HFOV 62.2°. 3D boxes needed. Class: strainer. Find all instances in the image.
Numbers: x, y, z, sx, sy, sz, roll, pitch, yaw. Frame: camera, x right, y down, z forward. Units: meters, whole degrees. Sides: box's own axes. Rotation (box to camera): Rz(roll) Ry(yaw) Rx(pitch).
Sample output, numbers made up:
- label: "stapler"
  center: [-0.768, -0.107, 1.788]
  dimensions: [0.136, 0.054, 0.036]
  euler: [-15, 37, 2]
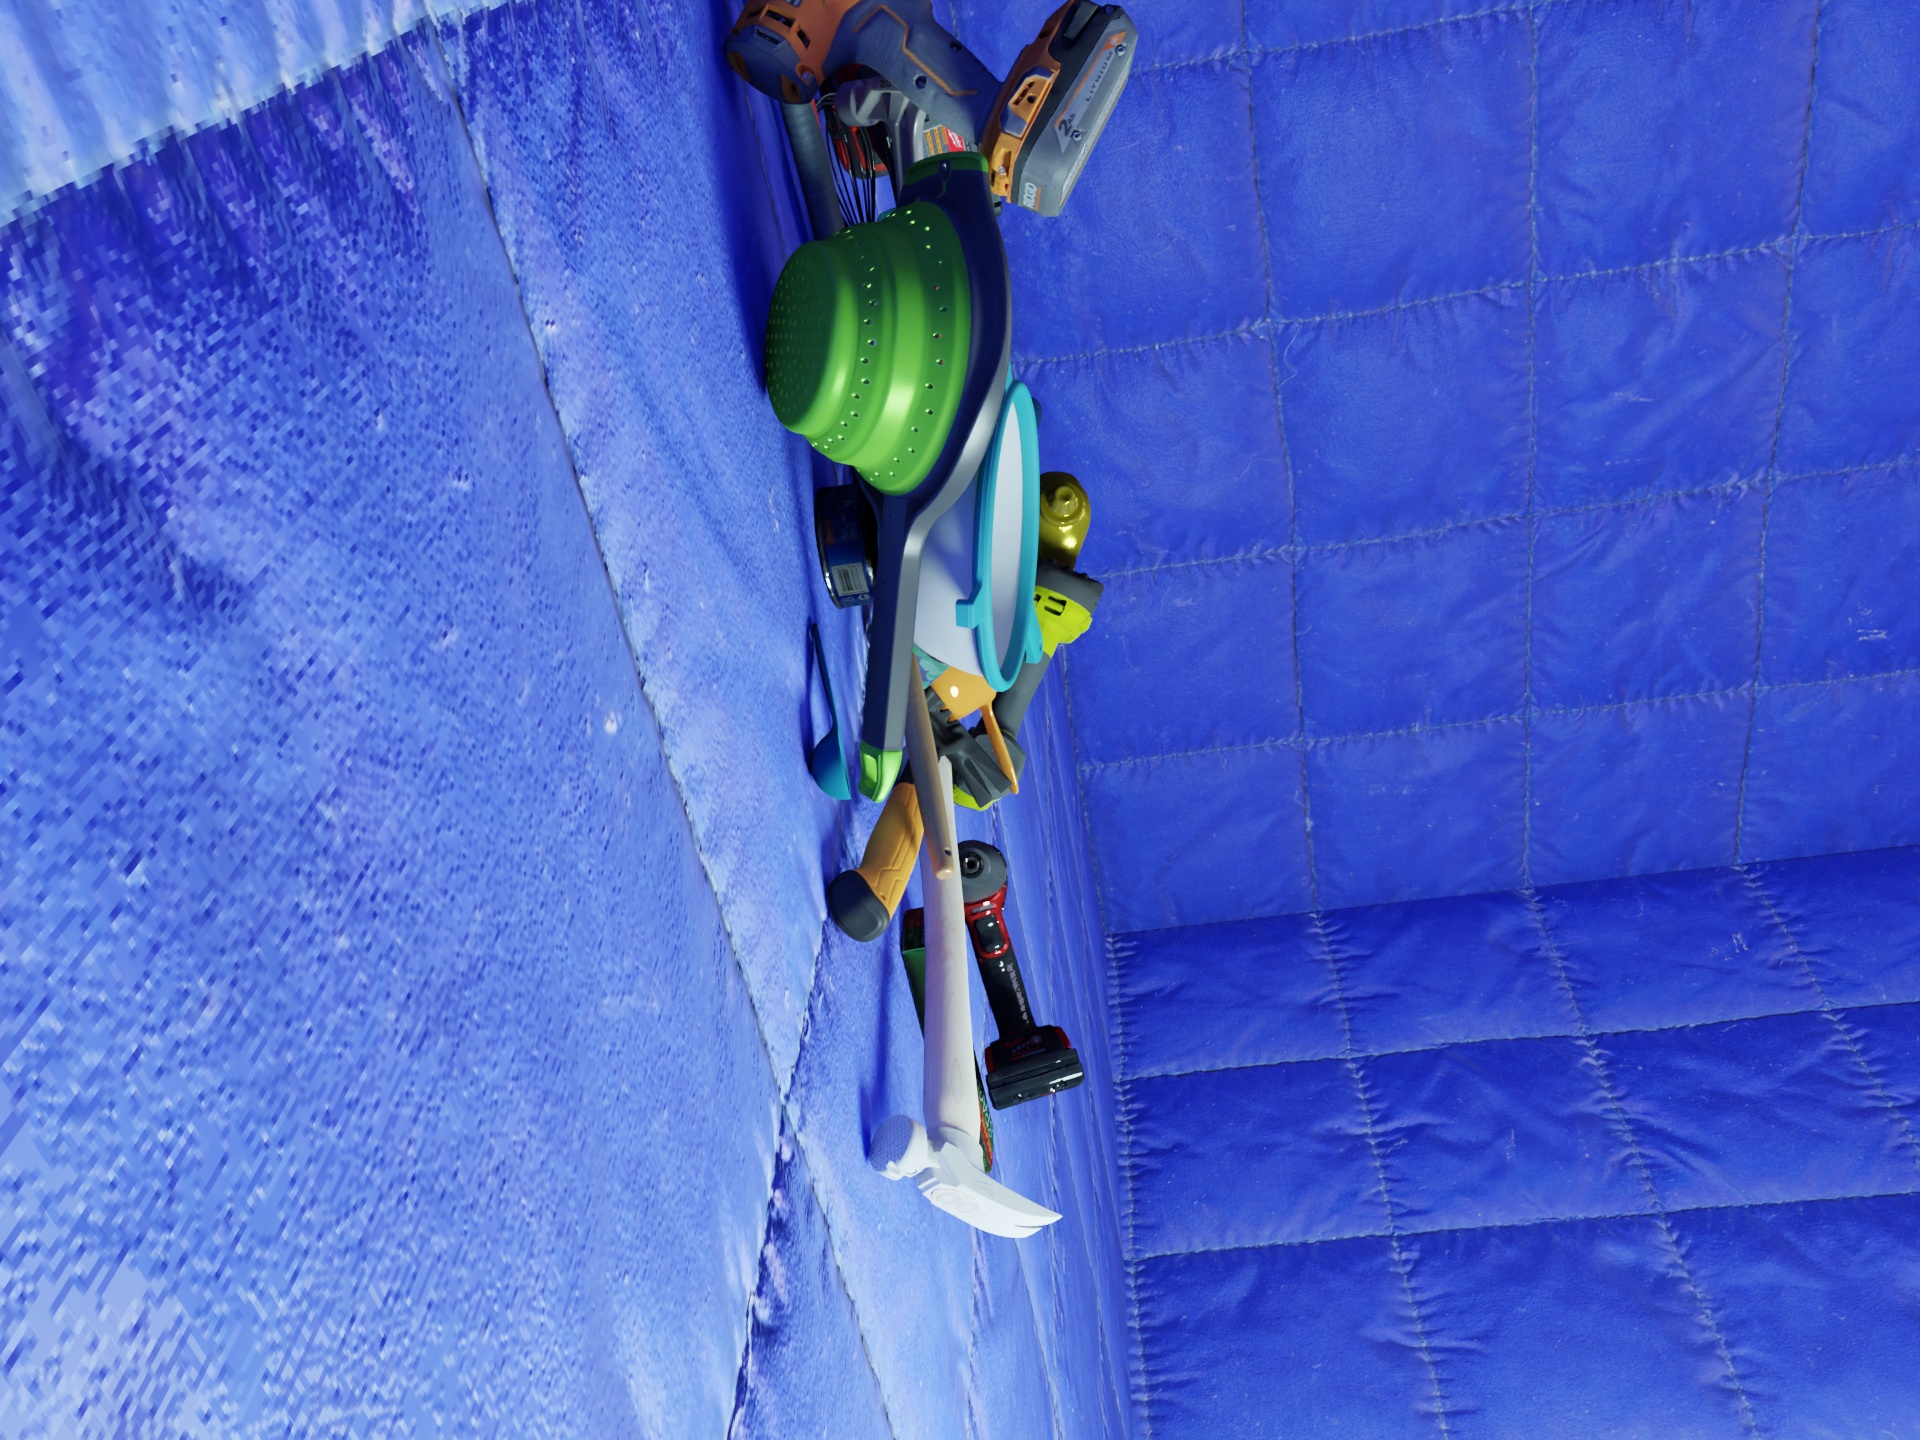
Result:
- label: "strainer"
  center: [0.003, -0.109, 1.152]
  dimensions: [0.340, 0.095, 0.211]
  euler: [65, 30, -71]

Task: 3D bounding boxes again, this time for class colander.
- label: "colander"
  center: [-0.066, -0.144, 0.965]
  dimensions: [0.205, 0.094, 0.397]
  euler: [25, -68, 60]

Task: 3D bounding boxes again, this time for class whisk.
- label: "whisk"
  center: [-0.073, -0.362, 1.228]
  dimensions: [0.055, 0.055, 0.238]
  euler: [-87, 163, -55]

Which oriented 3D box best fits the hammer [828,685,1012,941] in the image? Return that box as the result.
- label: "hammer"
  center: [-0.032, 0.066, 1.103]
  dimensions: [0.127, 0.034, 0.337]
  euler: [50, 19, -11]

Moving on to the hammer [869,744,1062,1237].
- label: "hammer"
  center: [-0.005, 0.168, 1.145]
  dimensions: [0.146, 0.038, 0.411]
  euler: [37, 30, -31]

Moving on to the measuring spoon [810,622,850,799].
- label: "measuring spoon"
  center: [-0.088, -0.007, 0.980]
  dimensions: [0.042, 0.021, 0.129]
  euler: [83, -5, -57]

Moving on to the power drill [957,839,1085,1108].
- label: "power drill"
  center: [0.033, 0.207, 1.328]
  dimensions: [0.143, 0.078, 0.220]
  euler: [86, -12, -75]

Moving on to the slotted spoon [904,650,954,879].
- label: "slotted spoon"
  center: [-0.037, -0.025, 1.116]
  dimensions: [0.070, 0.031, 0.314]
  euler: [18, 45, -35]

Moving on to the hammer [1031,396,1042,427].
- label: "hammer"
  center: [0.040, -0.212, 1.469]
  dimensions: [0.406, 0.035, 0.144]
  euler: [-76, 171, -56]

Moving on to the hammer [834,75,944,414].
- label: "hammer"
  center: [-0.020, -0.273, 1.146]
  dimensions: [0.149, 0.036, 0.358]
  euler: [24, -53, 47]

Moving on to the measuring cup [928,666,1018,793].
- label: "measuring cup"
  center: [-0.002, -0.004, 1.299]
  dimensions: [0.095, 0.052, 0.173]
  euler: [16, -49, 61]

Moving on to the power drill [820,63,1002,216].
- label: "power drill"
  center: [-0.057, -0.490, 1.241]
  dimensions: [0.227, 0.080, 0.187]
  euler: [-123, -166, -44]

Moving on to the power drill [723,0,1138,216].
- label: "power drill"
  center: [-0.010, -0.427, 0.975]
  dimensions: [0.164, 0.226, 0.084]
  euler: [-63, 179, -3]

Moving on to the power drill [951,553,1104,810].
- label: "power drill"
  center: [0.044, -0.028, 1.447]
  dimensions: [0.171, 0.080, 0.223]
  euler: [139, -26, -77]

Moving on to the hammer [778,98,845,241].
- label: "hammer"
  center: [-0.118, -0.454, 1.093]
  dimensions: [0.143, 0.038, 0.385]
  euler: [-92, 171, -47]

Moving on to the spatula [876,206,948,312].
- label: "spatula"
  center: [-0.011, -0.266, 1.282]
  dimensions: [0.317, 0.082, 0.044]
  euler: [87, -21, -47]
